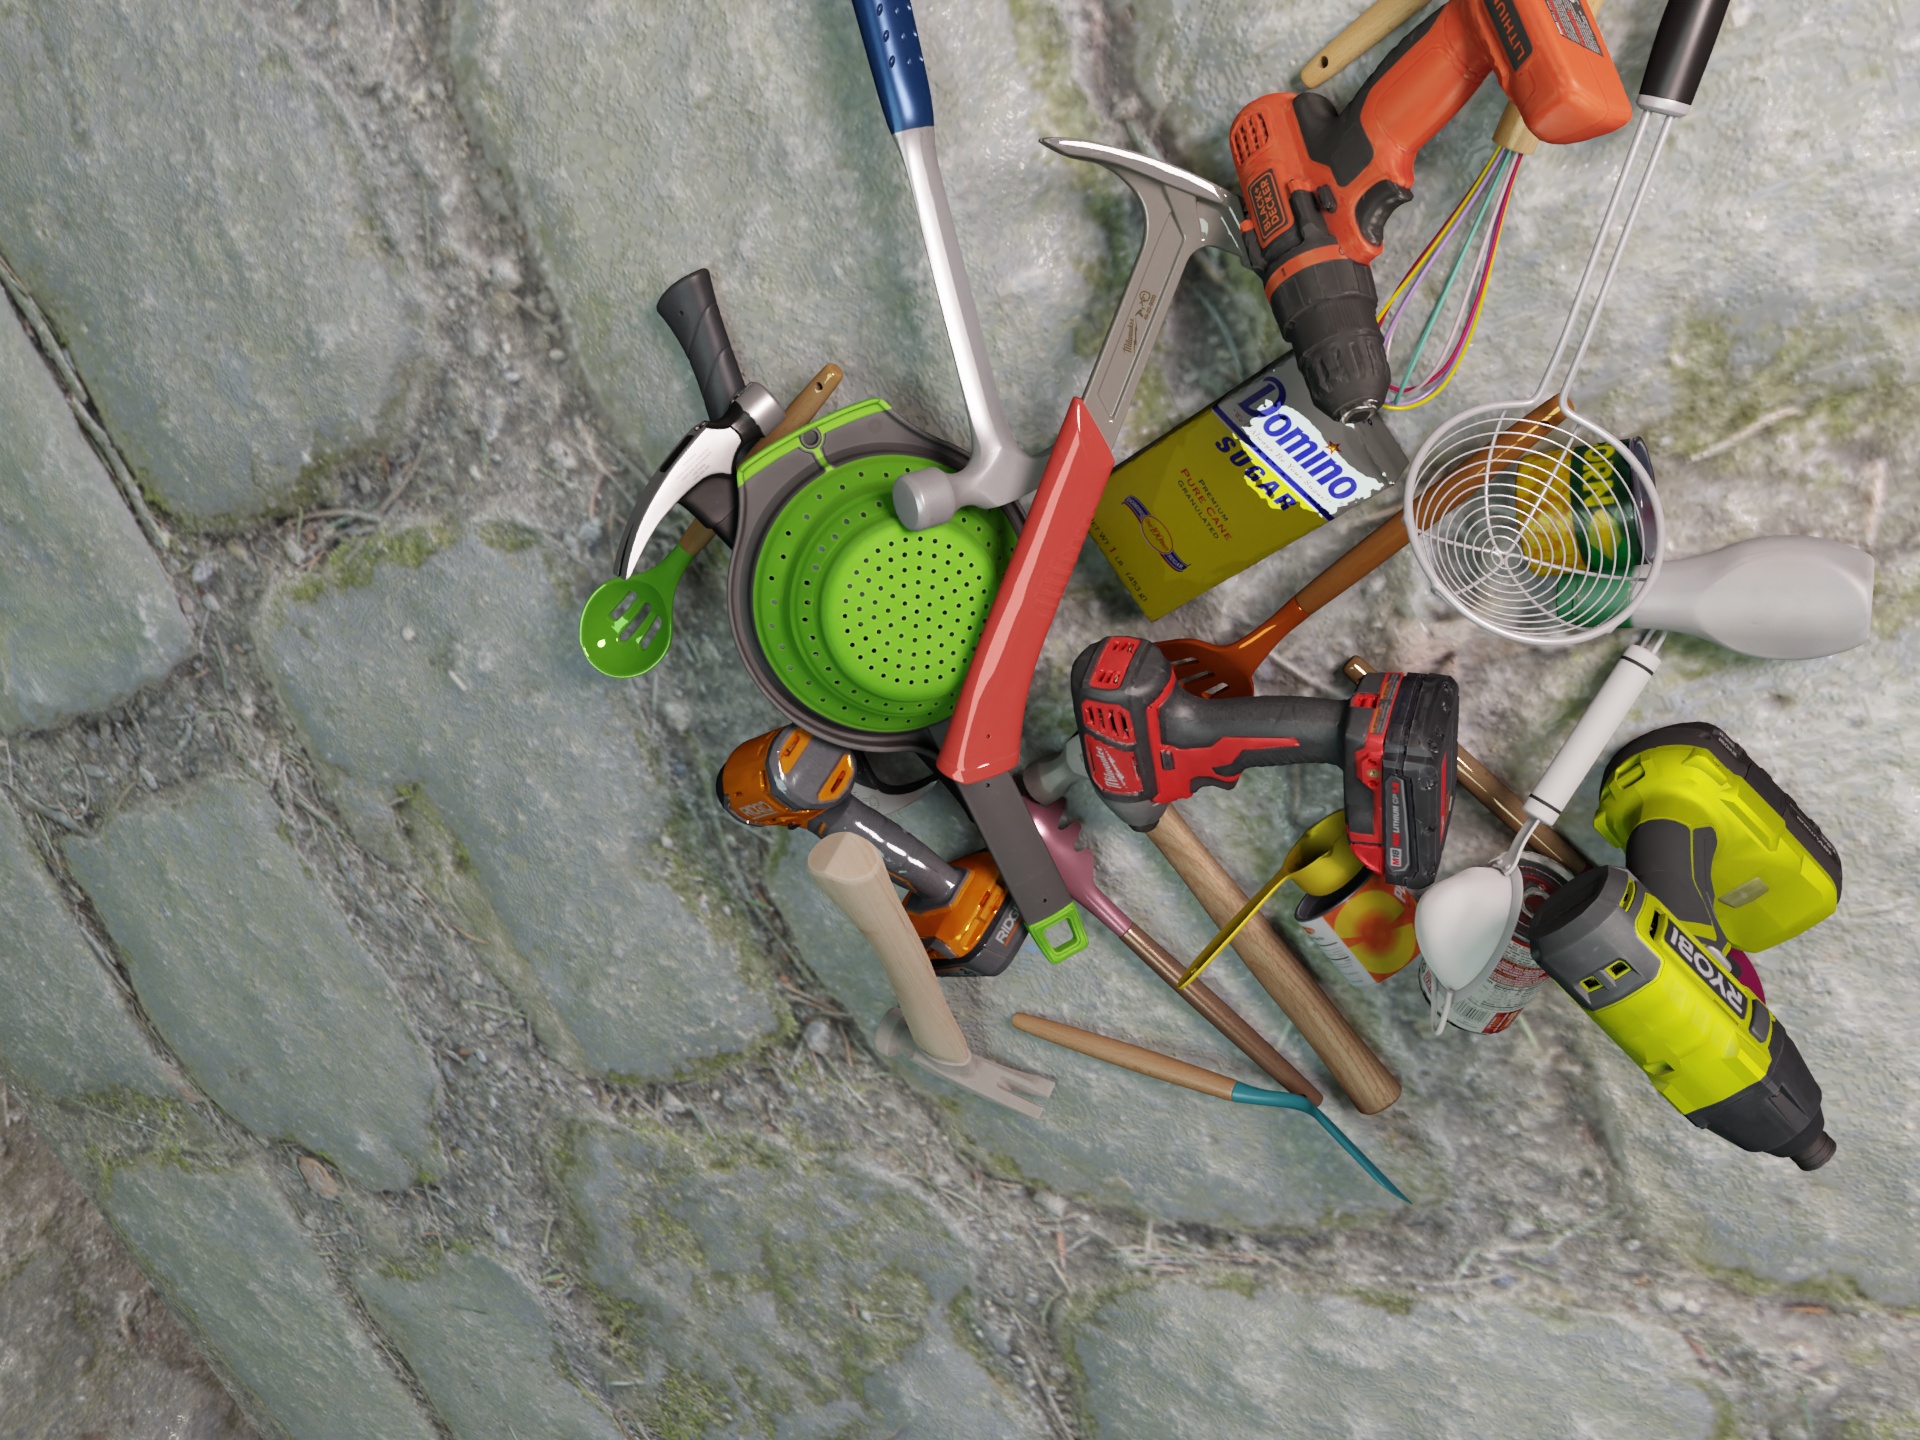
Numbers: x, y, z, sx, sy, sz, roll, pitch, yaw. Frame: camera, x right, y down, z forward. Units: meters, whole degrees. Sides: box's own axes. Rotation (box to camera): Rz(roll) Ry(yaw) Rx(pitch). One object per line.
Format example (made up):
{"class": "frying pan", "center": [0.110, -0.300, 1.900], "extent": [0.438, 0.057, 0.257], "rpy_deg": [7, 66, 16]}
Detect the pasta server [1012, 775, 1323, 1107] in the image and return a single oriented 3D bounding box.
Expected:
{"class": "pasta server", "center": [0.139, 0.161, 1.122], "extent": [0.316, 0.040, 0.060], "rpy_deg": [42, 130, -3]}

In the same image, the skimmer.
{"class": "skimmer", "center": [0.304, -0.215, 0.719], "extent": [0.127, 0.090, 0.363], "rpy_deg": [14, 111, 1]}

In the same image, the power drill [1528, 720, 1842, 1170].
{"class": "power drill", "center": [0.385, 0.110, 0.818], "extent": [0.171, 0.223, 0.080], "rpy_deg": [45, 130, 0]}

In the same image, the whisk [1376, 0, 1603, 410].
{"class": "whisk", "center": [0.262, -0.265, 0.793], "extent": [0.047, 0.051, 0.244], "rpy_deg": [31, 125, 19]}

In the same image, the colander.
{"class": "colander", "center": [-0.002, -0.003, 0.995], "extent": [0.204, 0.094, 0.397], "rpy_deg": [-28, 107, -6]}

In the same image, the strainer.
{"class": "strainer", "center": [0.314, 0.055, 0.879], "extent": [0.050, 0.087, 0.258], "rpy_deg": [31, 96, -6]}

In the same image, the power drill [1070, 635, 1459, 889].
{"class": "power drill", "center": [0.177, 0.026, 0.947], "extent": [0.220, 0.079, 0.143], "rpy_deg": [8, 136, 23]}

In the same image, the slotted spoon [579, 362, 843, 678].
{"class": "slotted spoon", "center": [-0.171, -0.133, 1.089], "extent": [0.070, 0.031, 0.313], "rpy_deg": [46, 125, -1]}

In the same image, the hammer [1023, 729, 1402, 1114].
{"class": "hammer", "center": [0.188, 0.132, 1.071], "extent": [0.130, 0.031, 0.331], "rpy_deg": [-35, 97, 40]}

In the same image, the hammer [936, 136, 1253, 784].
{"class": "hammer", "center": [0.053, -0.132, 0.891], "extent": [0.149, 0.037, 0.359], "rpy_deg": [19, 107, -9]}

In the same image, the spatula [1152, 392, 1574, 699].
{"class": "spatula", "center": [0.214, -0.086, 0.908], "extent": [0.081, 0.041, 0.322], "rpy_deg": [38, 132, -13]}

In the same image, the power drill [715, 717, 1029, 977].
{"class": "power drill", "center": [-0.070, 0.089, 1.119], "extent": [0.226, 0.084, 0.164], "rpy_deg": [39, 156, -17]}

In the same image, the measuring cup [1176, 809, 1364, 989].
{"class": "measuring cup", "center": [0.199, 0.121, 1.006], "extent": [0.029, 0.062, 0.156], "rpy_deg": [43, 96, -6]}

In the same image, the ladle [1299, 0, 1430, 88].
{"class": "ladle", "center": [0.281, -0.390, 0.718], "extent": [0.315, 0.031, 0.069], "rpy_deg": [-30, 85, 41]}

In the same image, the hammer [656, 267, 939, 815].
{"class": "hammer", "center": [-0.121, -0.110, 1.111], "extent": [0.149, 0.036, 0.408], "rpy_deg": [-5, 114, 31]}

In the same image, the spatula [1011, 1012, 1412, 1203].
{"class": "spatula", "center": [0.169, 0.268, 1.139], "extent": [0.318, 0.044, 0.082], "rpy_deg": [12, 165, 32]}

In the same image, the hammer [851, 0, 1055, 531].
{"class": "hammer", "center": [-0.019, -0.321, 0.893], "extent": [0.035, 0.144, 0.405], "rpy_deg": [7, 115, 61]}

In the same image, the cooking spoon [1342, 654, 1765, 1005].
{"class": "cooking spoon", "center": [0.349, 0.073, 0.950], "extent": [0.319, 0.017, 0.068], "rpy_deg": [43, 131, 2]}

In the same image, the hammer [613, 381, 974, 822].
{"class": "hammer", "center": [-0.081, -0.049, 1.051], "extent": [0.334, 0.146, 0.035], "rpy_deg": [49, 170, -26]}

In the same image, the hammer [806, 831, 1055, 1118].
{"class": "hammer", "center": [-0.024, 0.181, 1.092], "extent": [0.146, 0.038, 0.410], "rpy_deg": [20, 156, 19]}
